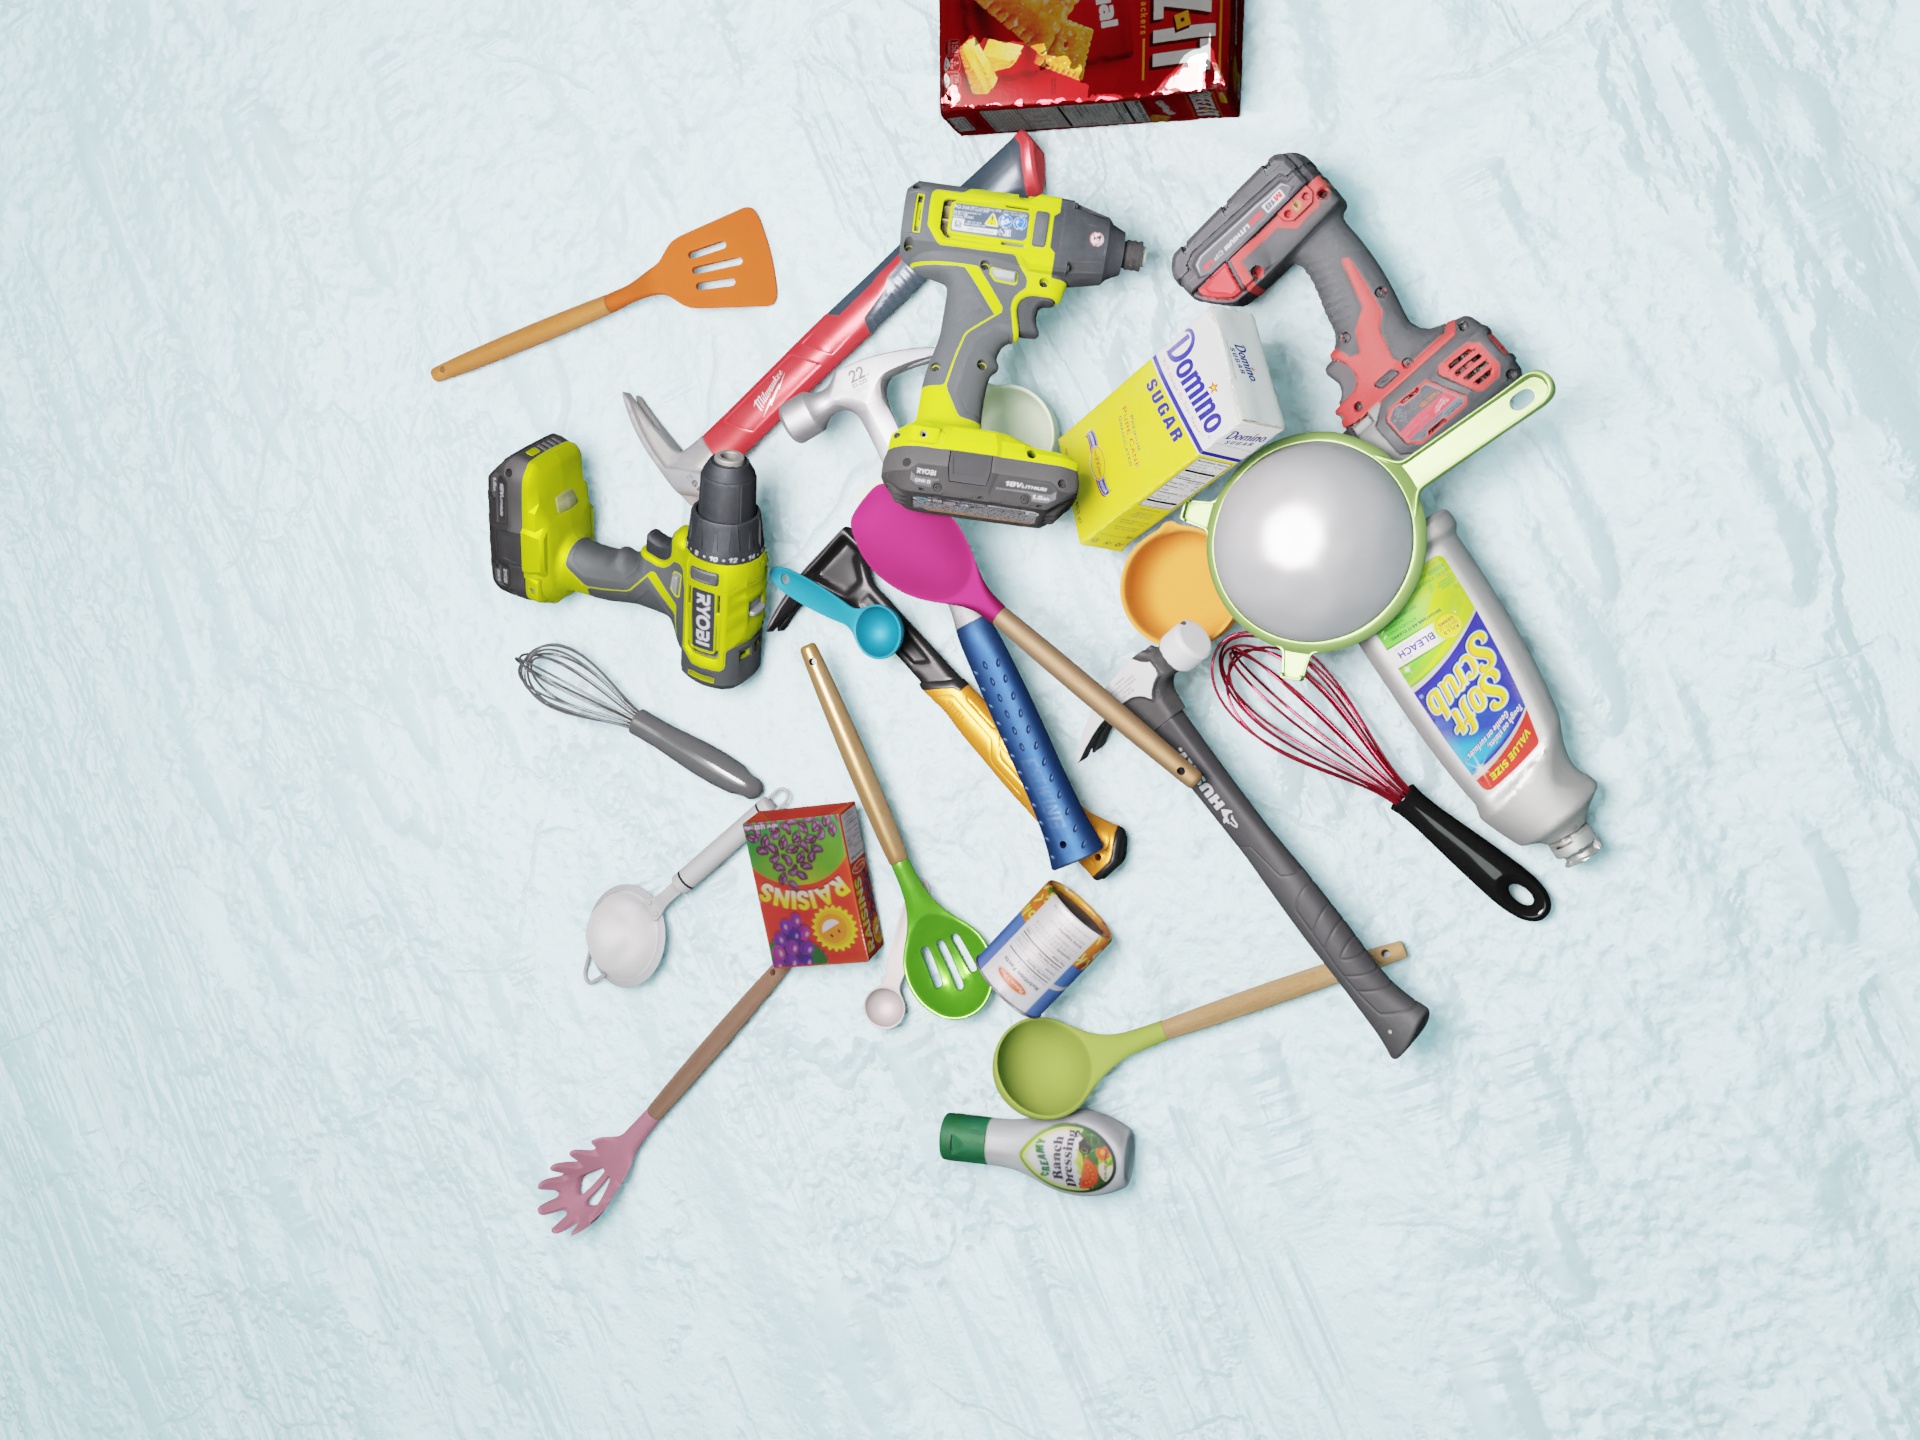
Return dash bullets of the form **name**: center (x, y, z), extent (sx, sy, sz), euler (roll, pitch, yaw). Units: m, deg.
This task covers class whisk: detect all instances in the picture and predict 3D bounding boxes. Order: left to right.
- **whisk**: center (-0.265, 0.003, 1.309), extent (0.239, 0.055, 0.055), euler (29, 102, 9)
- **whisk**: center (0.297, 0.041, 1.122), extent (0.296, 0.073, 0.073), euler (41, 105, 5)

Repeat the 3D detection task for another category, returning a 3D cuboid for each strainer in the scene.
- **strainer**: center (-0.236, 0.137, 1.312), extent (0.258, 0.050, 0.087), euler (-41, 67, 13)
- **strainer**: center (0.268, -0.148, 1.037), extent (0.256, 0.069, 0.151), euler (-35, 76, 24)

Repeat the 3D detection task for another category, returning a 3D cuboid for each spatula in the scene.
- **spatula**: center (-0.302, -0.333, 1.307), extent (0.322, 0.041, 0.081), euler (-14, 90, 23)

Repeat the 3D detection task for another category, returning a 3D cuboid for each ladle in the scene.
- **ladle**: center (0.173, 0.220, 1.175), extent (0.320, 0.062, 0.078), euler (-22, 68, 16)

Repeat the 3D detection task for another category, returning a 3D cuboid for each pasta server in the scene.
- **pasta server**: center (-0.244, 0.311, 1.328), extent (0.060, 0.040, 0.316), euler (46, 105, 21)

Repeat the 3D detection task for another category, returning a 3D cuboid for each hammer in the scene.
- **hammer**: center (-0.095, -0.319, 1.231), extent (0.386, 0.038, 0.143), euler (-40, 80, 17)
- **hammer**: center (-0.002, -0.004, 1.226), extent (0.127, 0.034, 0.337), euler (-46, 80, 15)
- **hammer**: center (0.008, -0.085, 1.177), extent (0.144, 0.035, 0.405), euler (-26, 87, 18)
- **hammer**: center (0.214, 0.097, 1.130), extent (0.335, 0.035, 0.146), euler (53, 136, 6)

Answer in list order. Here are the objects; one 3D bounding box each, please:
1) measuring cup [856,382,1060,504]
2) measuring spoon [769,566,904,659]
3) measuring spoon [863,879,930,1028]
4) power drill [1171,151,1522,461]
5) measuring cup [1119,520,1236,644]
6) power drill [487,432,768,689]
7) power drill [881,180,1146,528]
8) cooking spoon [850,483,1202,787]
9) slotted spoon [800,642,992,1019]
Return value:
- **measuring cup**: center (-0.002, -0.198, 1.210), extent (0.167, 0.038, 0.083), euler (-21, 89, 21)
- **measuring spoon**: center (-0.093, -0.088, 1.226), extent (0.129, 0.021, 0.042), euler (30, 112, 22)
- **measuring spoon**: center (-0.046, 0.185, 1.268), extent (0.034, 0.018, 0.124), euler (18, 93, 10)
- **power drill**: center (0.246, -0.255, 1.105), extent (0.188, 0.080, 0.227), euler (-43, 85, 23)
- **measuring cup**: center (0.203, -0.103, 1.142), extent (0.173, 0.052, 0.095), euler (-10, 90, 18)
- **power drill**: center (-0.254, -0.143, 1.249), extent (0.228, 0.080, 0.190), euler (20, 126, 17)
- **power drill**: center (0.034, -0.255, 1.110), extent (0.171, 0.080, 0.223), euler (8, 87, 0)
- **cooking spoon**: center (0.047, -0.059, 1.138), extent (0.319, 0.017, 0.068), euler (41, 101, 11)
- **slotted spoon**: center (-0.056, 0.085, 1.236), extent (0.070, 0.031, 0.314), euler (-23, 93, 5)
